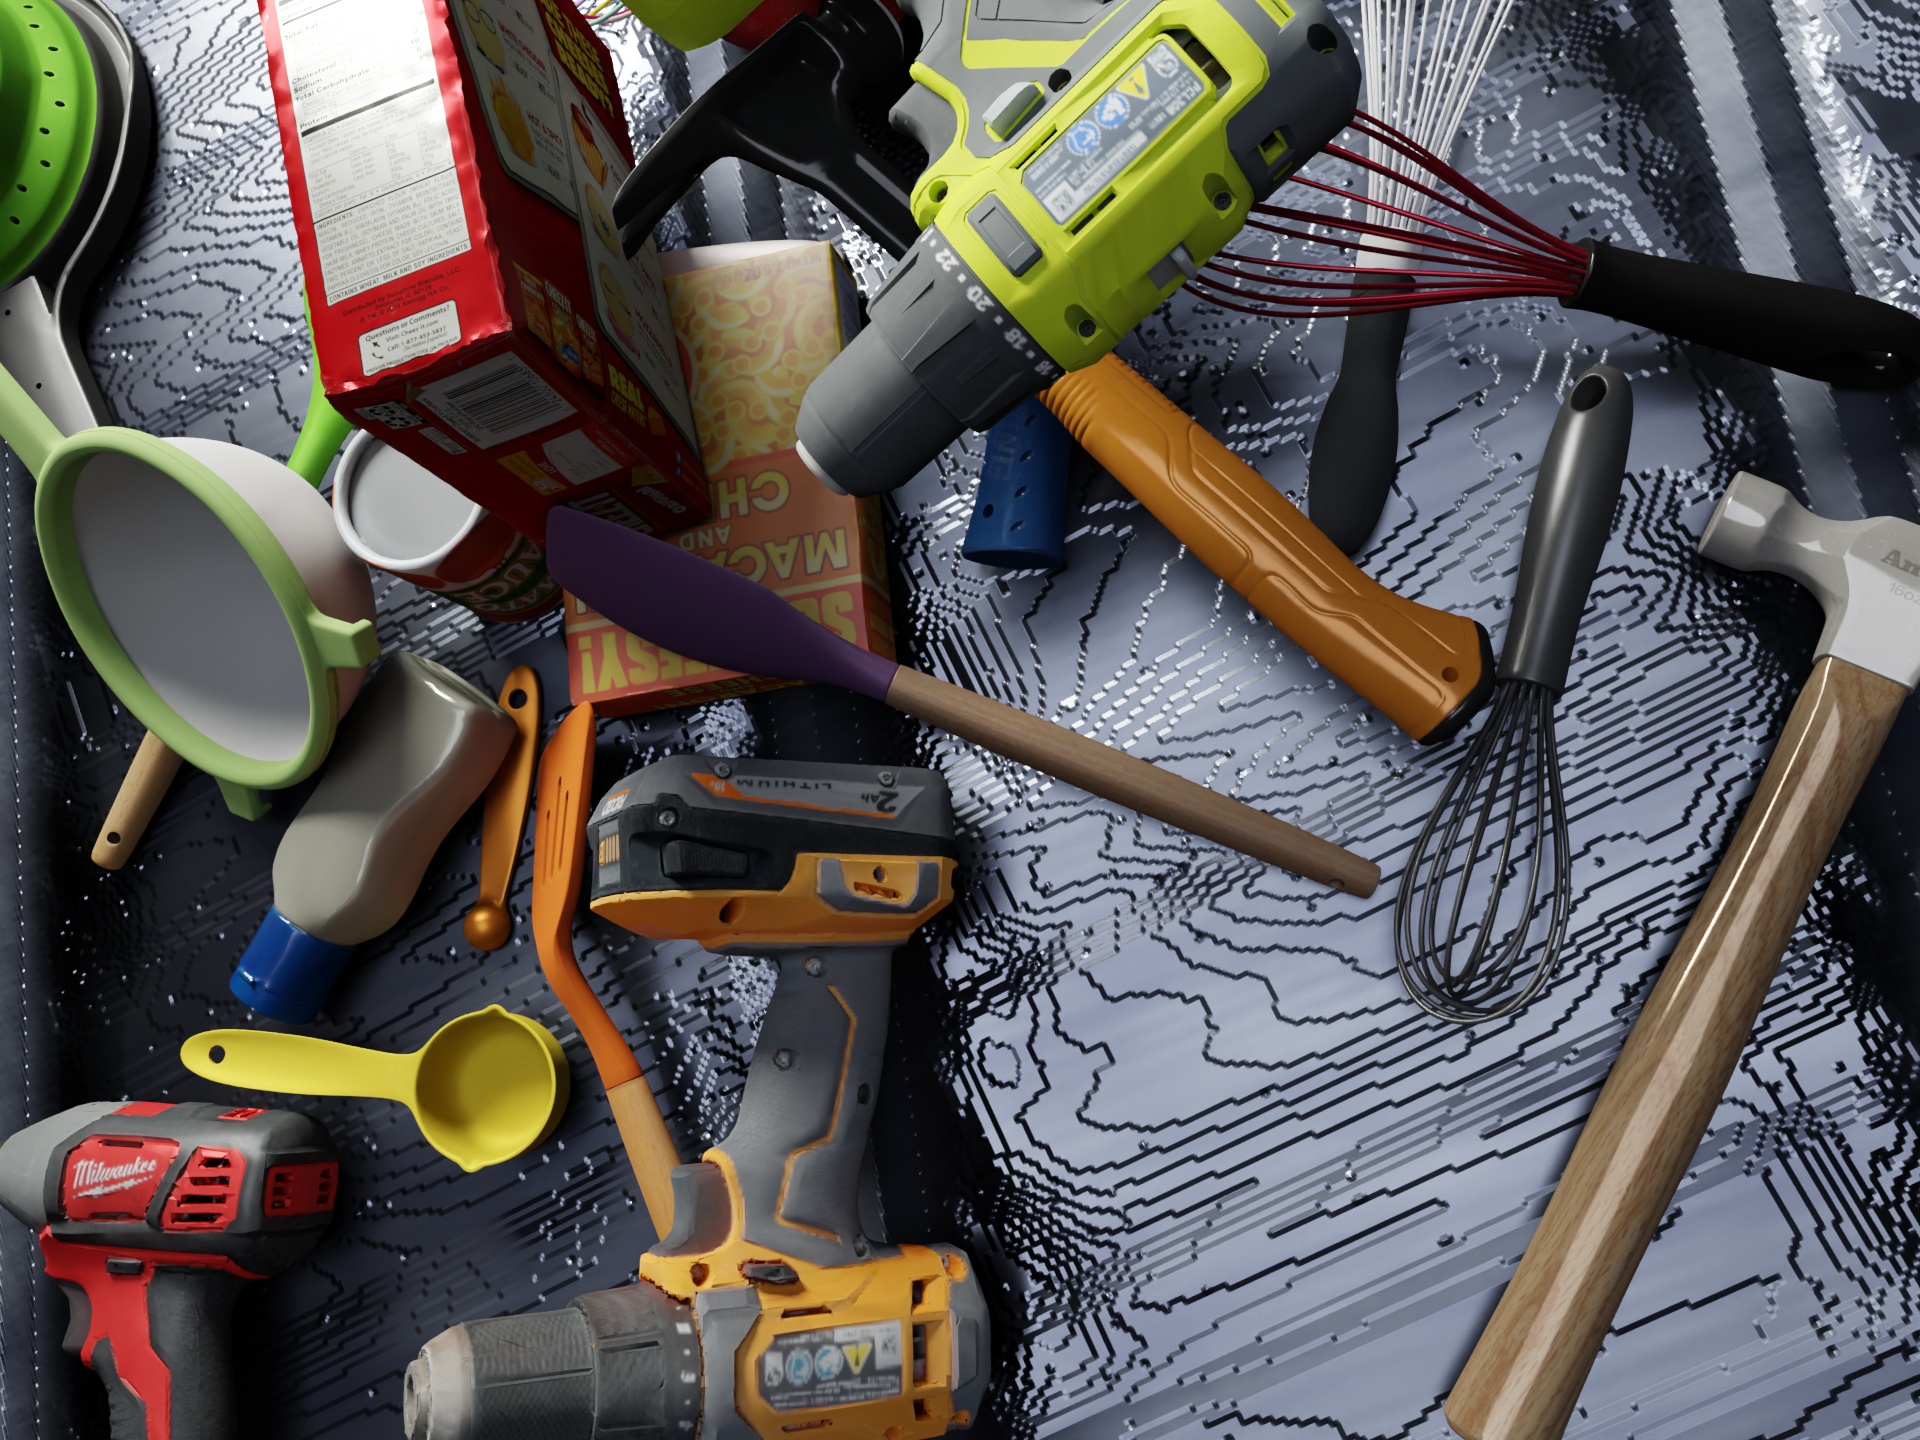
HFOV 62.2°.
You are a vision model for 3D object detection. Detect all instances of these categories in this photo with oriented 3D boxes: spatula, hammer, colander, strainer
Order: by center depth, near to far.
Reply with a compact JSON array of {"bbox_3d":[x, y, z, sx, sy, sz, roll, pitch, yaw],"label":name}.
[{"bbox_3d":[0.248,0.089,0.519,0.130,0.031,0.331,26,87,16],"label":"hammer"},{"bbox_3d":[0.038,-0.108,0.540,0.337,0.034,0.127,42,77,7],"label":"hammer"},{"bbox_3d":[-0.001,-0.002,0.562,0.316,0.059,0.018,22,54,1],"label":"spatula"},{"bbox_3d":[-0.106,0.152,0.584,0.041,0.081,0.323,-19,82,-32],"label":"spatula"},{"bbox_3d":[0.048,-0.260,0.606,0.144,0.035,0.405,3,84,41],"label":"hammer"},{"bbox_3d":[-0.315,-0.092,0.621,0.256,0.069,0.151,50,132,-2],"label":"strainer"},{"bbox_3d":[-0.446,-0.204,0.700,0.204,0.094,0.397,-31,75,6],"label":"colander"}]

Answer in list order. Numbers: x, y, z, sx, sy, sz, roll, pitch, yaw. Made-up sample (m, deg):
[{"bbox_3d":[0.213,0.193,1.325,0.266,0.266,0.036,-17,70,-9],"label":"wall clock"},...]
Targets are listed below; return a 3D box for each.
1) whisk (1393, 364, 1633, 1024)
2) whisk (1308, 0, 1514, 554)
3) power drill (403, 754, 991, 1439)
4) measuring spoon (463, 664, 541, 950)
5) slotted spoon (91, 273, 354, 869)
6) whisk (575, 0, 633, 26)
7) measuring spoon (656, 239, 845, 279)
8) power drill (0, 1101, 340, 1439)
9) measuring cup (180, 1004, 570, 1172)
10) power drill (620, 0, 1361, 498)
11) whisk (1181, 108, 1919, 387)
[{"bbox_3d":[0.196,-0.013,0.542,0.055,0.055,0.239,14,80,15],"label":"whisk"},{"bbox_3d":[0.161,-0.200,0.581,0.070,0.070,0.284,10,88,15],"label":"whisk"},{"bbox_3d":[-0.083,0.129,0.526,0.185,0.084,0.226,4,78,-28],"label":"power drill"},{"bbox_3d":[-0.185,0.034,0.640,0.021,0.011,0.117,4,81,14],"label":"measuring spoon"},{"bbox_3d":[-0.295,-0.079,0.677,0.070,0.031,0.314,26,90,-8],"label":"slotted spoon"},{"bbox_3d":[-0.094,-0.380,0.673,0.245,0.047,0.051,-45,51,-2],"label":"whisk"},{"bbox_3d":[-0.109,-0.191,0.658,0.124,0.018,0.034,1,81,13],"label":"measuring spoon"},{"bbox_3d":[-0.322,0.256,0.603,0.143,0.078,0.220,1,77,12],"label":"power drill"},{"bbox_3d":[-0.226,0.137,0.618,0.156,0.029,0.062,4,80,10],"label":"measuring cup"},{"bbox_3d":[-0.020,-0.199,0.486,0.190,0.080,0.229,-41,75,14],"label":"power drill"},{"bbox_3d":[0.186,-0.154,0.530,0.295,0.073,0.073,12,83,-5],"label":"whisk"}]
